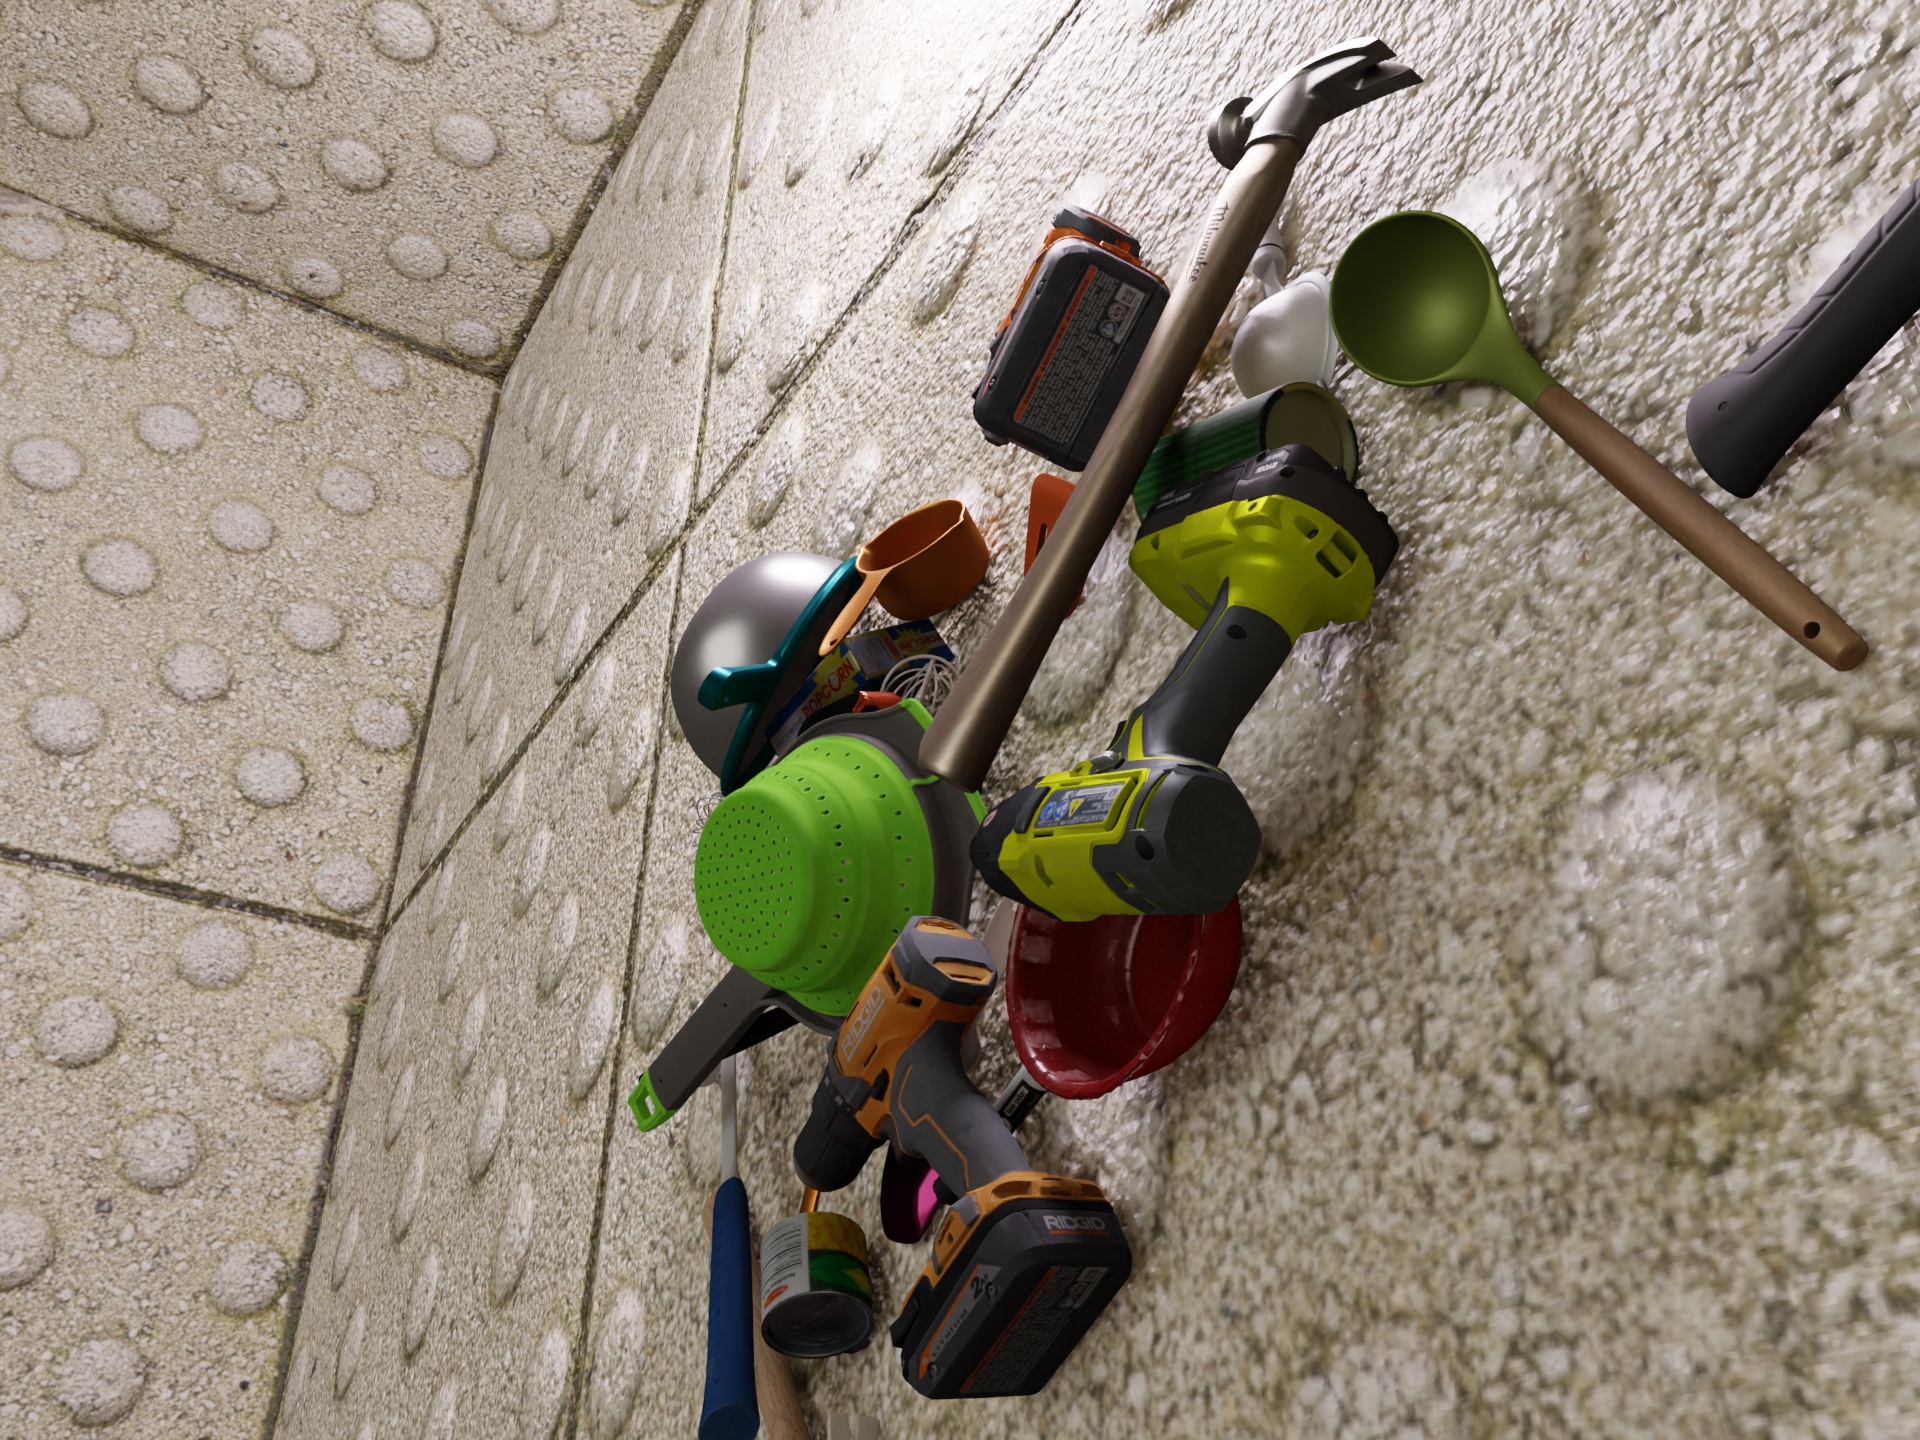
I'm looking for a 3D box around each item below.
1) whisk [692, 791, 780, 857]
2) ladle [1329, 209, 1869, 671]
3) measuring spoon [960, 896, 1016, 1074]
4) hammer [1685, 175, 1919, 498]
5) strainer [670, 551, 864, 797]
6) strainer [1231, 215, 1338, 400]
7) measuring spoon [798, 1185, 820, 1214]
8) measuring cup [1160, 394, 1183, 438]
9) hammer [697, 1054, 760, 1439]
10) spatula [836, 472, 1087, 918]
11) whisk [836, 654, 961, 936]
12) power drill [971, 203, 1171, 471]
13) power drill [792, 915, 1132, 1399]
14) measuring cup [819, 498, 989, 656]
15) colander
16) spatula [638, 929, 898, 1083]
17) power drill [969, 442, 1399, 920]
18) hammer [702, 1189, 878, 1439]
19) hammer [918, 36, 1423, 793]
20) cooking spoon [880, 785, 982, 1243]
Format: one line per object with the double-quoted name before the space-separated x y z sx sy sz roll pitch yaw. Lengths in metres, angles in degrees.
"whisk" -0.133 0.075 1.230 0.284 0.070 0.070 -15 60 54
"ladle" 0.241 -0.118 0.636 0.321 0.062 0.078 -112 38 -49
"measuring spoon" 0.016 0.152 0.936 0.124 0.034 0.018 -66 -18 -1
"hammer" 0.356 -0.206 0.492 0.334 0.035 0.146 -55 30 30
"strainer" -0.167 -0.048 1.154 0.211 0.095 0.340 -61 -3 6
"strainer" 0.168 -0.247 0.877 0.086 0.050 0.259 117 160 -49
"measuring spoon" -0.100 0.301 1.067 0.021 0.011 0.117 -11 64 61
"measuring cup" 0.129 -0.205 0.903 0.156 0.029 0.062 137 151 -61
"hammer" -0.155 0.308 1.080 0.144 0.035 0.406 -60 20 20
"spatula" -0.002 -0.003 1.011 0.322 0.041 0.081 -58 40 7
"whisk" -0.055 0.070 1.092 0.058 0.059 0.246 -106 34 -75
"power drill" 0.058 -0.228 0.987 0.164 0.084 0.227 -62 10 20
"power drill" -0.017 0.242 0.841 0.185 0.084 0.226 -60 36 24
"measuring cup" -0.041 -0.082 1.081 0.095 0.052 0.174 -10 35 40
"colander" -0.143 0.150 1.017 0.397 0.094 0.205 -50 57 29
"spatula" -0.126 0.202 1.078 0.316 0.018 0.060 -31 51 38
"power drill" 0.095 -0.011 0.730 0.171 0.080 0.223 -11 42 58
"hammer" -0.121 0.413 1.013 0.130 0.031 0.332 -65 27 14
"hammer" 0.093 -0.150 0.791 0.411 0.038 0.146 -63 22 -6
"cooking spoon" -0.012 0.157 0.982 0.069 0.017 0.319 -17 57 52
